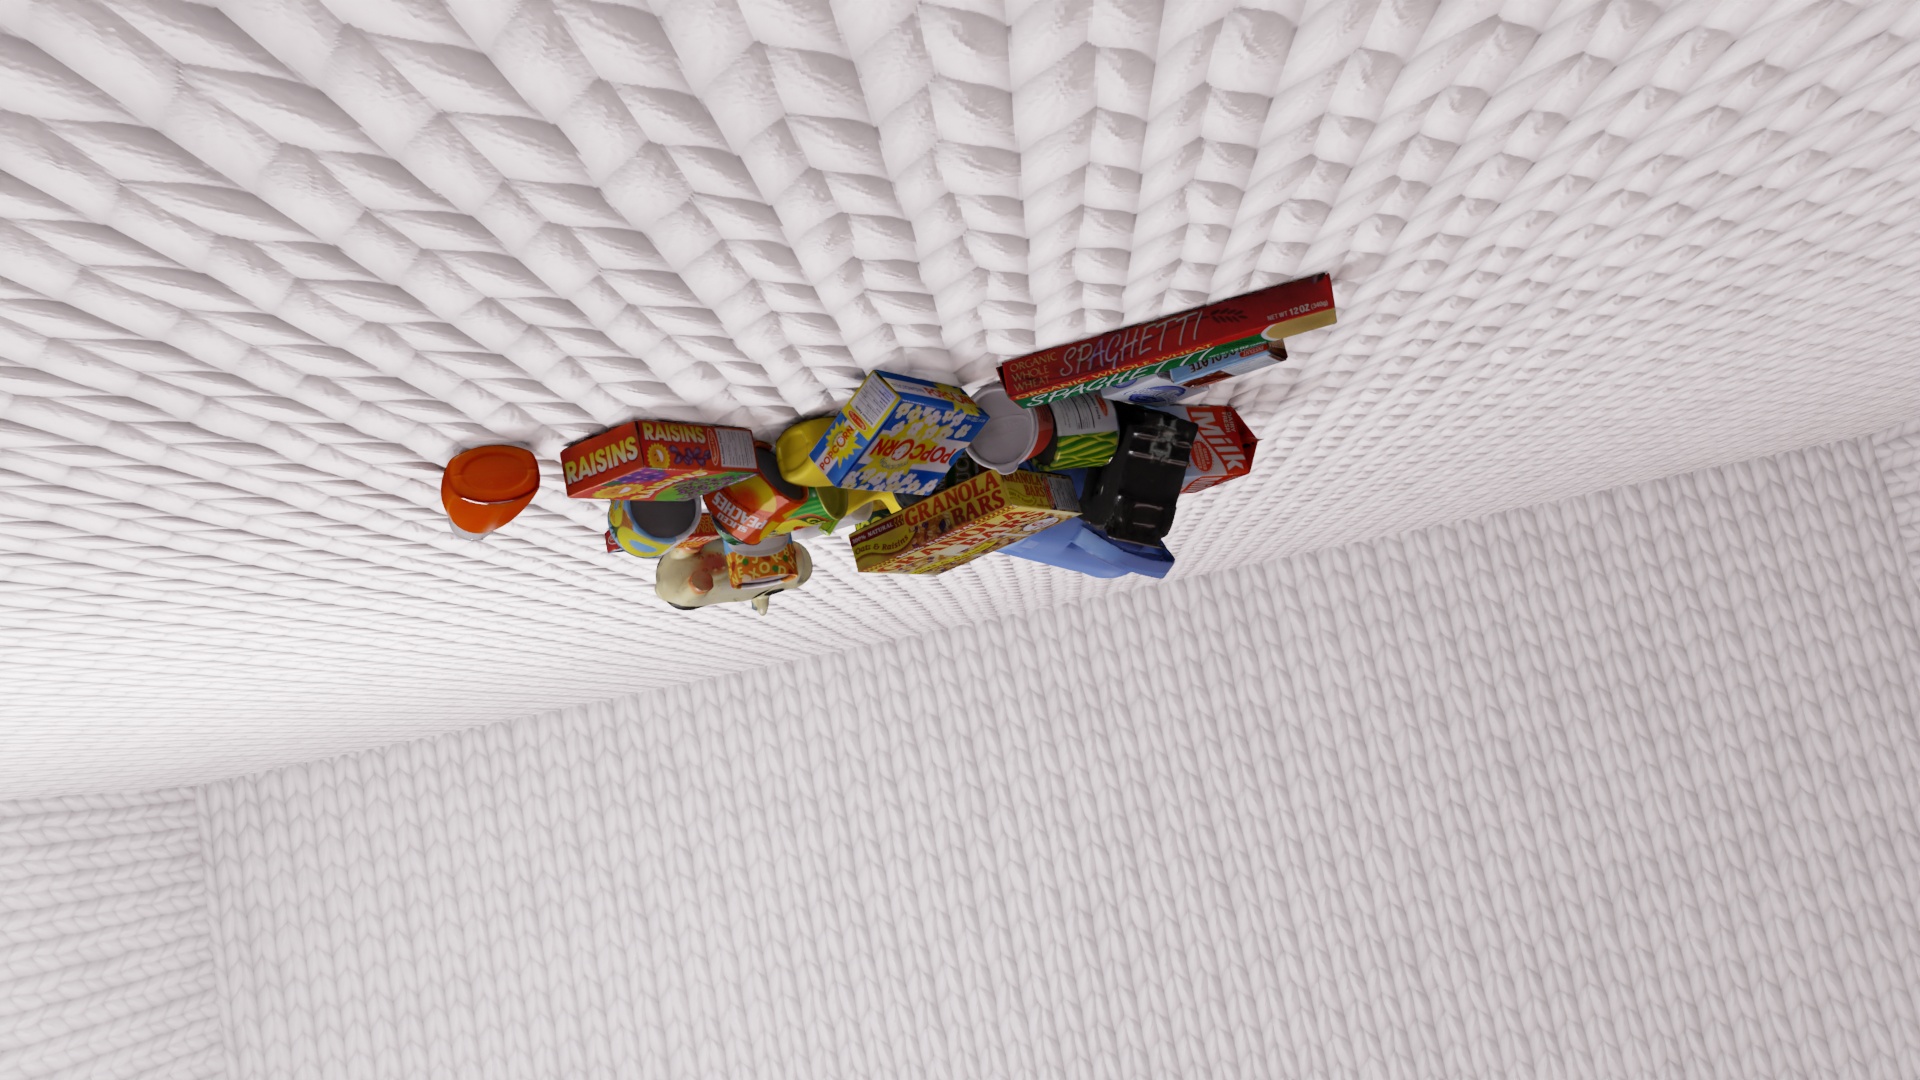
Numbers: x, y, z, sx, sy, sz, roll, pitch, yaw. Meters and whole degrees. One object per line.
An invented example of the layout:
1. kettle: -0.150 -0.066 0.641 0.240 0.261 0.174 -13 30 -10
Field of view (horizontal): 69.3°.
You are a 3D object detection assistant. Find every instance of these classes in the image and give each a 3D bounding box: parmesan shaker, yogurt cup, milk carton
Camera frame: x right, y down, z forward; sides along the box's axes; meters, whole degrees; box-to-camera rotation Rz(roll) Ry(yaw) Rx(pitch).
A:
1. parmesan shaker: -0.157 -0.039 1.199 0.103 0.071 0.071 -14 171 18
2. yogurt cup: 0.040 -0.092 1.120 0.072 0.072 0.054 -16 178 26
3. milk carton: 0.215 -0.087 1.356 0.191 0.073 0.072 -4 168 -43

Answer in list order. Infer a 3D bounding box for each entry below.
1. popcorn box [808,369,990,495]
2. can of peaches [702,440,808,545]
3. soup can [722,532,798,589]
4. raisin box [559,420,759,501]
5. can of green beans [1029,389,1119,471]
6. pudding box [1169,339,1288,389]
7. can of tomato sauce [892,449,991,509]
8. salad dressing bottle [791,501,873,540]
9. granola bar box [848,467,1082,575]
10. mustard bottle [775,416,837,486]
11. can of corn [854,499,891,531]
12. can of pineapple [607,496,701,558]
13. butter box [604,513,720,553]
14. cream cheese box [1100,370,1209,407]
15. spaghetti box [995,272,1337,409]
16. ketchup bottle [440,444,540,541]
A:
1. popcorn box: -0.044 -0.079 1.045 0.085 0.038 0.127 -52 155 20
2. can of peaches: -0.166 -0.038 1.124 0.058 0.071 0.071 -39 162 19
3. soup can: -0.194 -0.001 1.333 0.071 0.084 0.071 -11 171 -2
4. raisin box: -0.226 -0.059 1.051 0.086 0.040 0.123 -16 172 33
5. can of green beans: 0.092 -0.093 1.171 0.058 0.071 0.071 -7 170 -25
6. pudding box: 0.210 -0.147 1.099 0.083 0.030 0.050 -16 172 29
7. can of tomato sauce: -0.012 -0.062 1.229 0.083 0.071 0.071 -8 171 -28
8. salad dressing bottle: -0.154 -0.023 1.385 0.147 0.044 0.064 -17 172 37
9. granola bar box: 0.004 -0.015 1.209 0.165 0.039 0.124 -24 165 30
10. mustard bottle: -0.073 -0.074 1.135 0.161 0.049 0.065 -5 167 -44
11. can of corn: -0.079 -0.025 1.419 0.071 0.058 0.071 -11 172 -2
12. can of pineapple: -0.257 -0.024 1.160 0.071 0.071 0.057 -7 169 -30
13. butter box: -0.290 -0.007 1.364 0.104 0.024 0.053 -5 170 -39
14. cream cheese box: 0.161 -0.132 1.150 0.053 0.024 0.104 -19 169 33
15. spaghetti box: 0.152 -0.146 1.031 0.250 0.029 0.050 -14 170 15
16. ketchup bottle: -0.357 -0.031 1.039 0.065 0.043 0.148 -6 170 -27
